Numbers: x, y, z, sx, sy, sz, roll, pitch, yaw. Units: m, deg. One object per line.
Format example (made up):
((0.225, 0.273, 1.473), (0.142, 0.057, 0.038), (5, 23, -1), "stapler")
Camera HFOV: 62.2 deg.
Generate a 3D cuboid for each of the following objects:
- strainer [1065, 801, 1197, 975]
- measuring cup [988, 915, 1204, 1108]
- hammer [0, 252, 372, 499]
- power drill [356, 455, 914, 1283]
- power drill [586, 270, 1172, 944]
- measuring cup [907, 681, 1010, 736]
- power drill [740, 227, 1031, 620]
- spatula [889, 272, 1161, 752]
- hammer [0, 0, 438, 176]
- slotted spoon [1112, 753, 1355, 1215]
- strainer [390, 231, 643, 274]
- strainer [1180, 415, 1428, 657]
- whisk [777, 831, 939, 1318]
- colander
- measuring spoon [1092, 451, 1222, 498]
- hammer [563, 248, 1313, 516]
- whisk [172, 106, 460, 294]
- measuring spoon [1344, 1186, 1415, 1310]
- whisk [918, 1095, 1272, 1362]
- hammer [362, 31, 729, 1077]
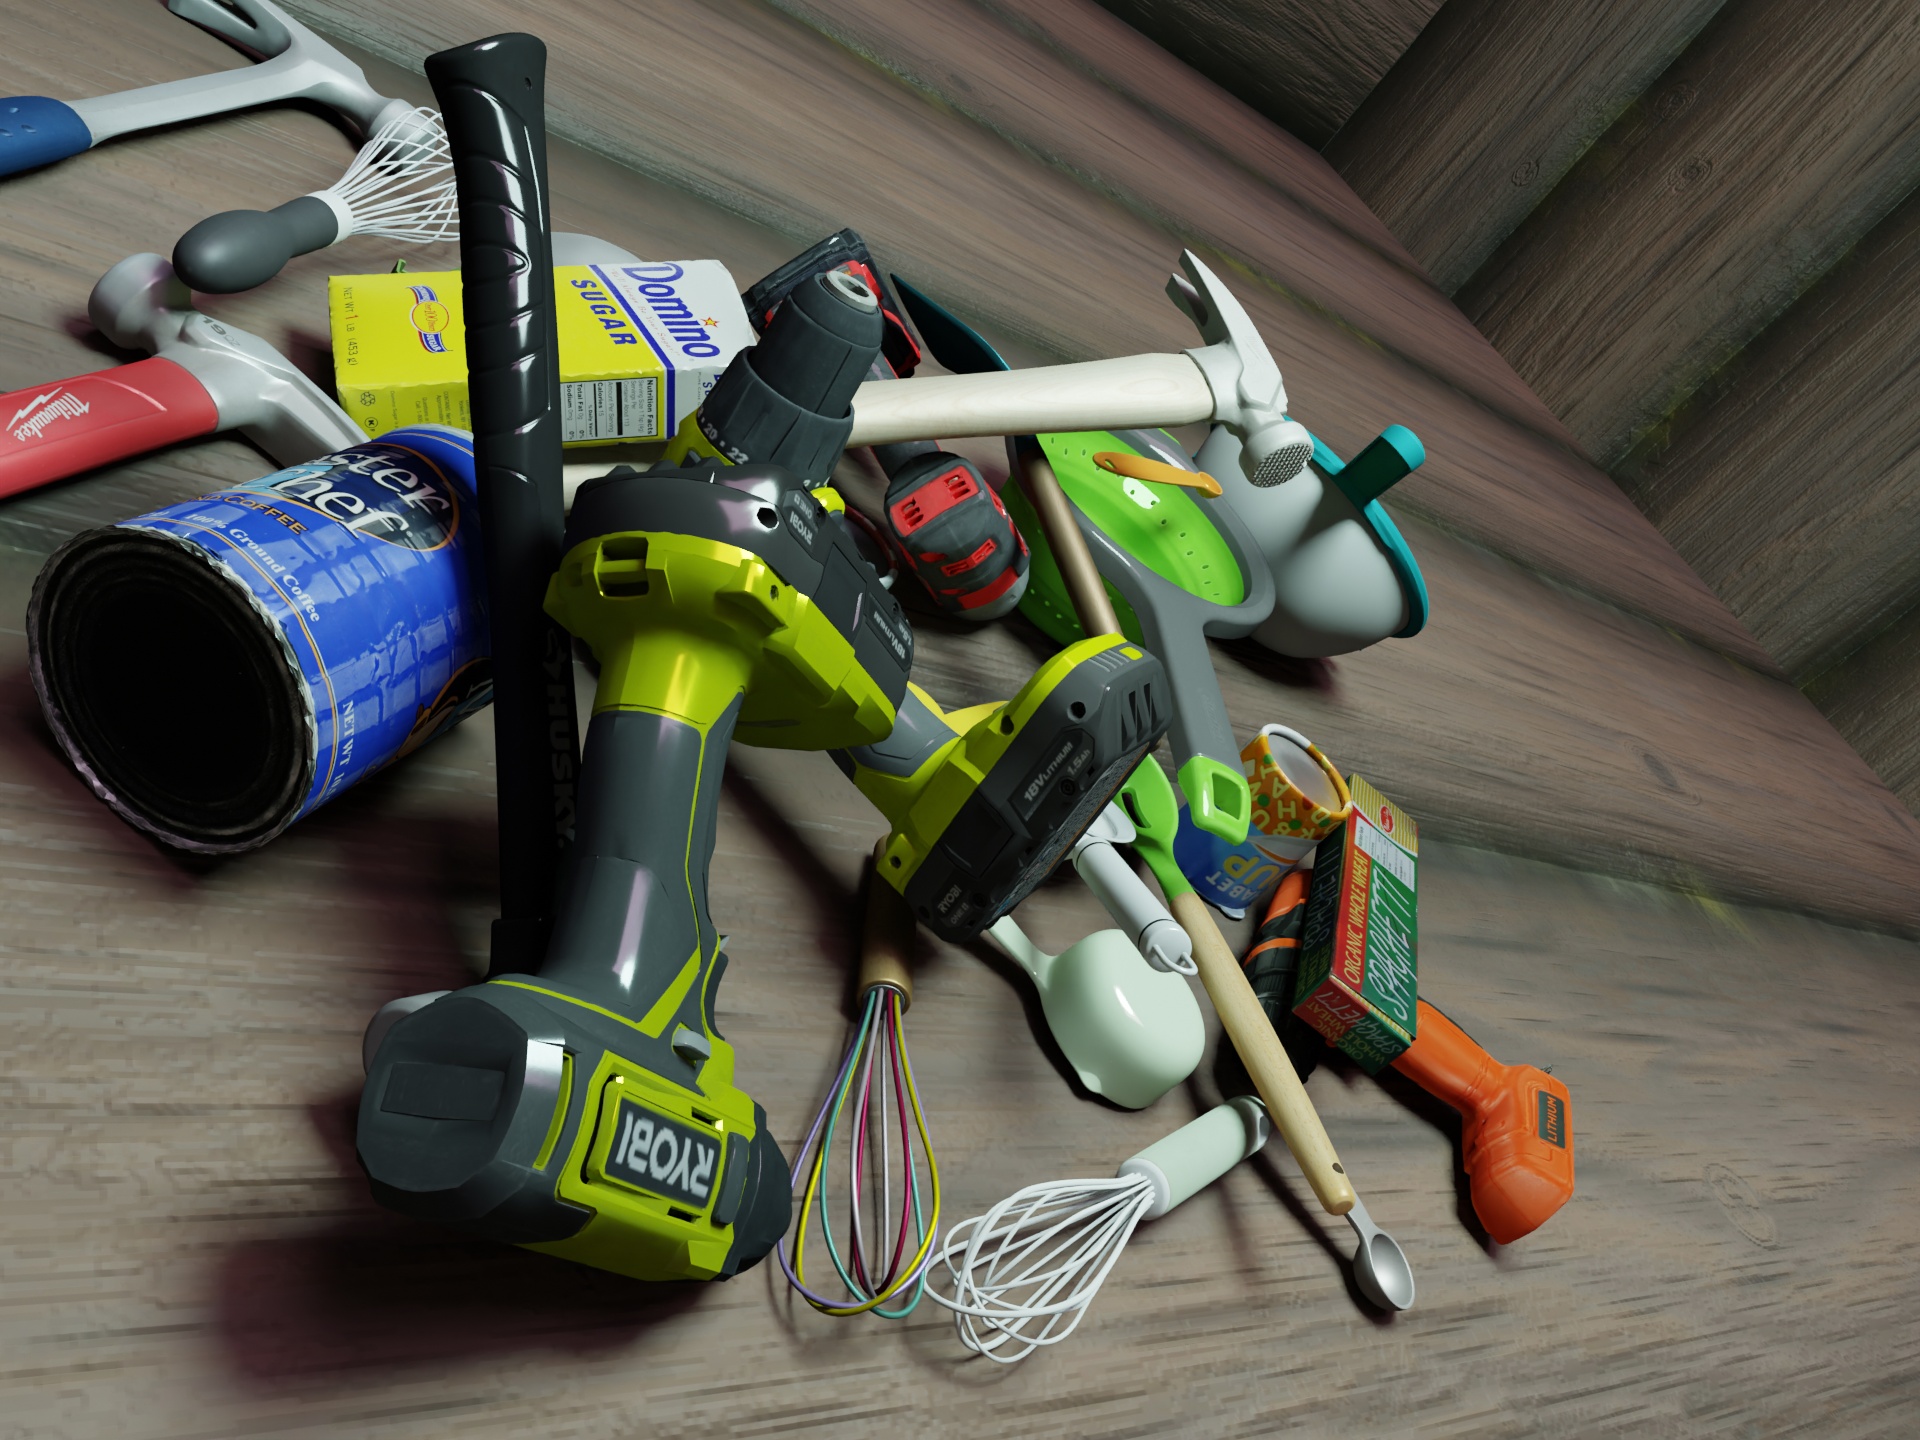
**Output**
((0.055, 0.060, 0.704), (0.086, 0.050, 0.259), (23, 9, -16), "strainer")
((0.044, 0.095, 0.691), (0.167, 0.038, 0.083), (47, 26, -8), "measuring cup")
((-0.330, -0.056, 0.474), (0.143, 0.038, 0.386), (42, 29, -2), "hammer")
((-0.081, 0.050, 0.482), (0.171, 0.080, 0.223), (51, 44, -56), "power drill")
((-0.032, -0.043, 0.631), (0.228, 0.190, 0.080), (42, 28, 13), "power drill")
((-0.001, -0.003, 0.797), (0.156, 0.029, 0.062), (-12, 59, -53), "measuring cup")
((-0.031, -0.154, 0.895), (0.220, 0.078, 0.143), (61, 5, 23), "power drill")
((0.036, -0.113, 0.834), (0.082, 0.044, 0.318), (54, 15, -59), "spatula")
((-0.384, -0.262, 0.686), (0.144, 0.035, 0.406), (37, 30, -8), "hammer")
((0.113, 0.103, 0.752), (0.070, 0.031, 0.314), (17, 28, -27), "slotted spoon")
((-0.152, -0.162, 0.793), (0.256, 0.069, 0.151), (48, 30, 14), "strainer")
((0.219, -0.118, 1.046), (0.211, 0.095, 0.340), (50, -3, 3), "strainer")
((-0.026, 0.119, 0.595), (0.051, 0.047, 0.245), (31, 28, -16), "whisk")
((0.091, -0.053, 0.909), (0.204, 0.094, 0.398), (27, 33, -24), "colander")
((0.118, -0.147, 0.961), (0.116, 0.011, 0.021), (2, 48, -43), "measuring spoon")
((-0.026, -0.160, 0.789), (0.410, 0.038, 0.146), (-11, 62, -22), "hammer")
((-0.277, -0.233, 0.724), (0.070, 0.070, 0.285), (35, 26, -11), "whisk")
((0.160, 0.206, 0.705), (0.124, 0.018, 0.034), (58, 31, 7), "measuring spoon")
((0.066, 0.185, 0.618), (0.246, 0.059, 0.058), (-4, 96, -57), "whisk")
((-0.137, -0.056, 0.512), (0.146, 0.035, 0.335), (2, 83, -67), "hammer")
